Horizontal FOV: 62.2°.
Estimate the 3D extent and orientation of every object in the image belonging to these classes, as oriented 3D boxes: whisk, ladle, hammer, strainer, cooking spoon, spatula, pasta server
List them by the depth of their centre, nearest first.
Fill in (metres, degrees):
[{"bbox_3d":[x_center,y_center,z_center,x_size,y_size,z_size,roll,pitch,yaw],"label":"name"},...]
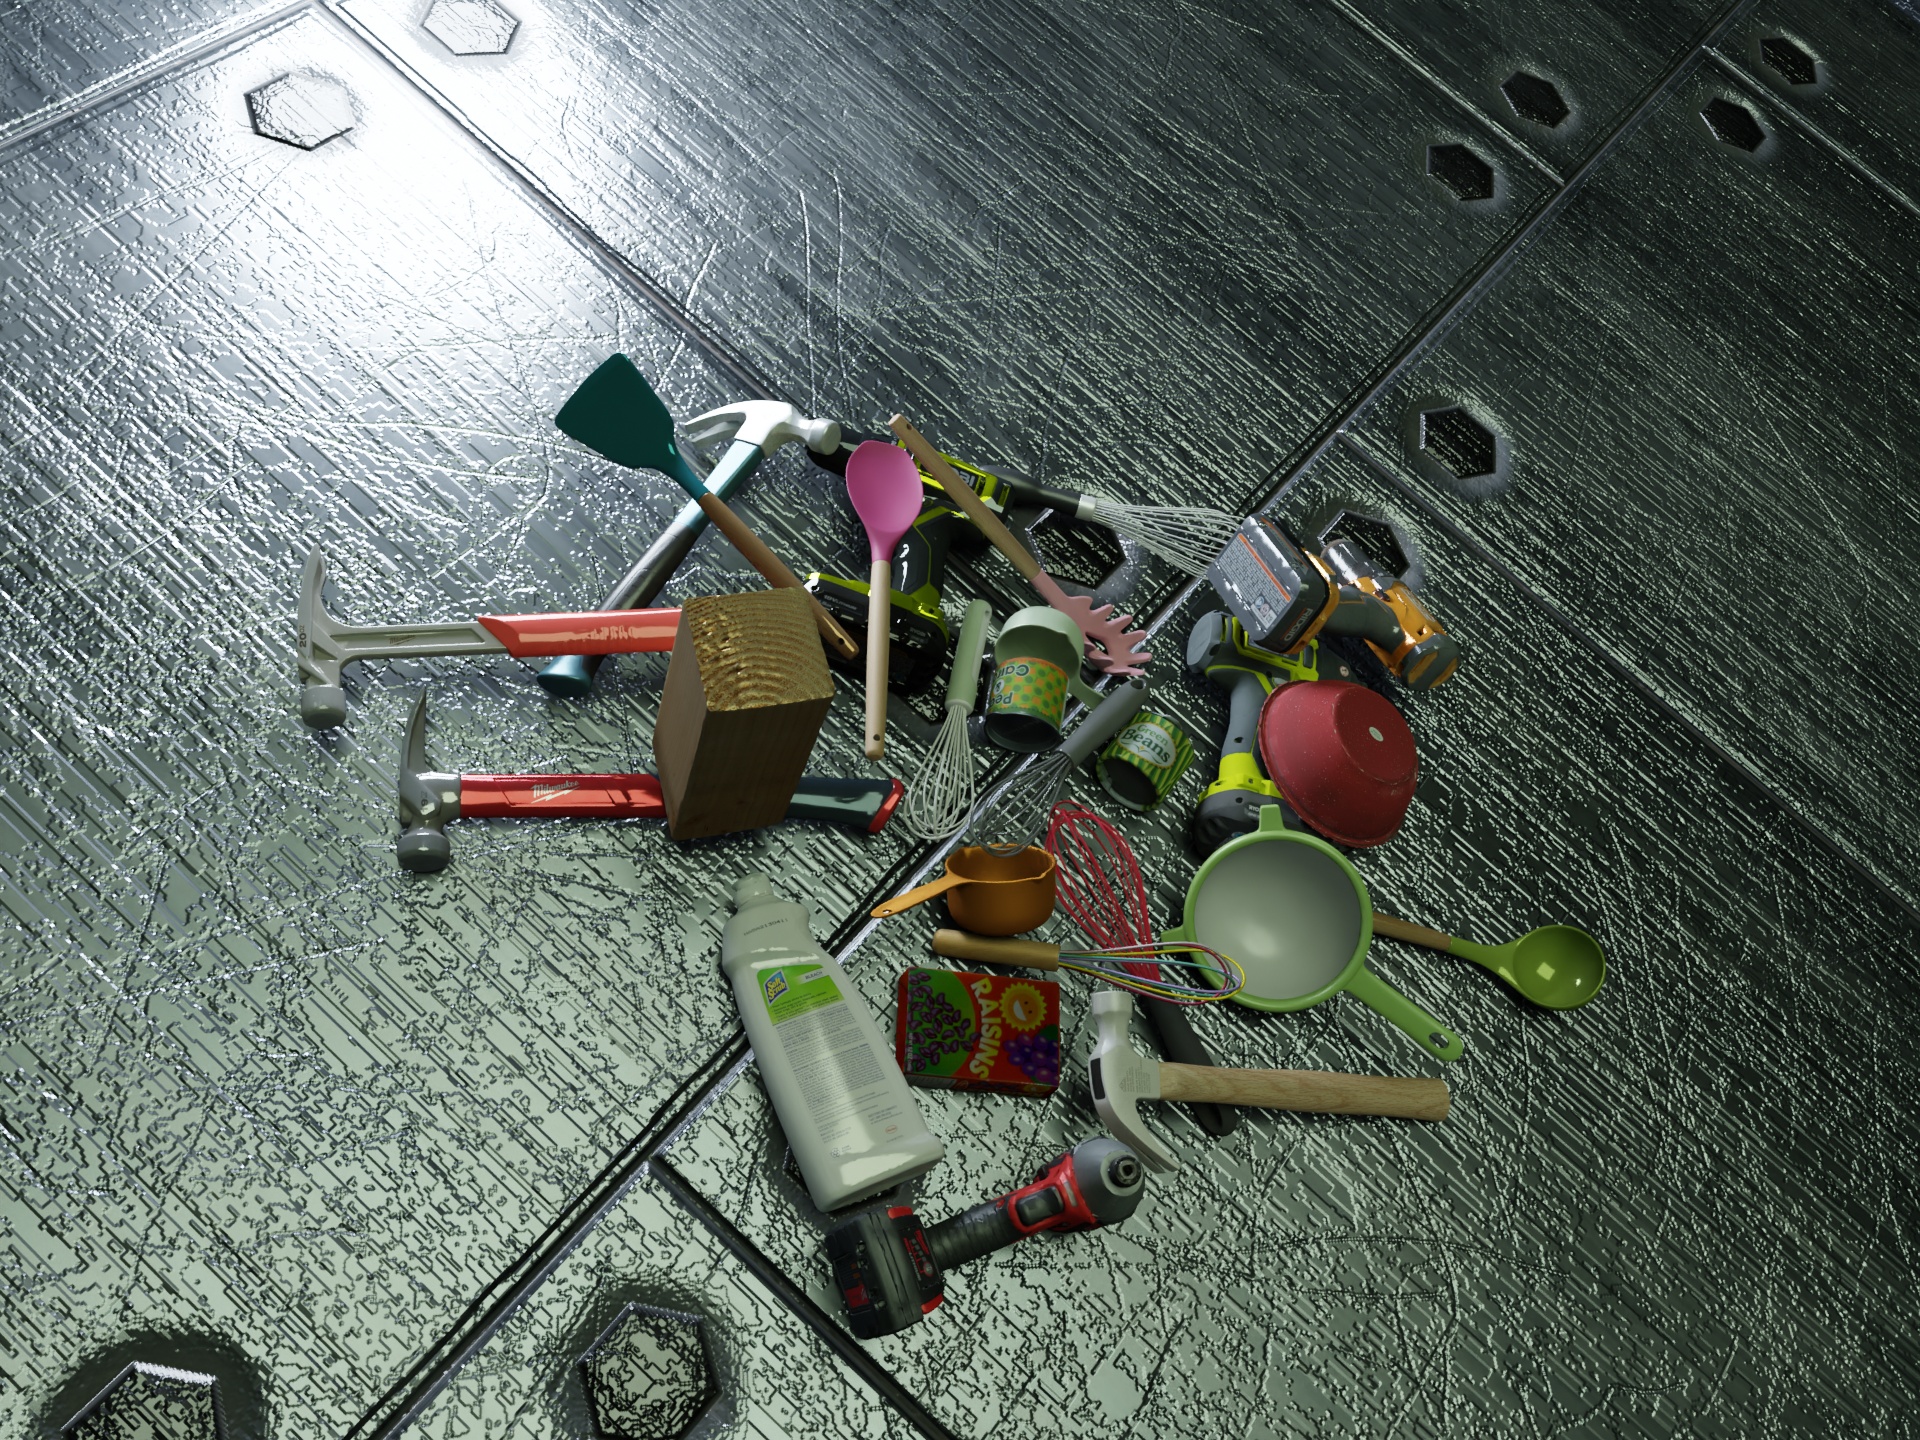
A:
[{"bbox_3d":[-0.323,-0.074,1.236,0.359,0.036,0.149,-4,63,-12],"label":"hammer"},{"bbox_3d":[0.099,0.187,1.243,0.245,0.051,0.047,6,66,11],"label":"whisk"},{"bbox_3d":[0.249,0.292,1.248,0.331,0.031,0.130,10,67,-24],"label":"hammer"},{"bbox_3d":[-0.236,0.045,1.250,0.386,0.038,0.143,1,62,-17],"label":"hammer"},{"bbox_3d":[0.146,0.197,1.283,0.073,0.073,0.296,-21,77,-25],"label":"whisk"},{"bbox_3d":[-0.195,-0.163,1.288,0.082,0.044,0.317,-46,79,5],"label":"spatula"},{"bbox_3d":[-0.066,-0.106,1.297,0.068,0.017,0.319,10,56,-16],"label":"cooking spoon"},{"bbox_3d":[0.088,0.033,1.308,0.055,0.055,0.239,43,55,7],"label":"whisk"},{"bbox_3d":[0.302,0.190,1.310,0.256,0.069,0.151,36,100,2],"label":"strainer"},{"bbox_3d":[-0.238,-0.149,1.330,0.128,0.033,0.331,20,62,25],"label":"hammer"},{"bbox_3d":[-0.002,-0.004,1.345,0.059,0.057,0.247,0,55,17],"label":"whisk"},{"bbox_3d":[0.400,0.181,1.370,0.320,0.062,0.078,17,61,-6],"label":"ladle"},{"bbox_3d":[0.052,-0.148,1.375,0.316,0.040,0.060,46,47,-21],"label":"pasta server"},{"bbox_3d":[0.147,-0.188,1.483,0.284,0.070,0.070,16,60,-3],"label":"whisk"}]

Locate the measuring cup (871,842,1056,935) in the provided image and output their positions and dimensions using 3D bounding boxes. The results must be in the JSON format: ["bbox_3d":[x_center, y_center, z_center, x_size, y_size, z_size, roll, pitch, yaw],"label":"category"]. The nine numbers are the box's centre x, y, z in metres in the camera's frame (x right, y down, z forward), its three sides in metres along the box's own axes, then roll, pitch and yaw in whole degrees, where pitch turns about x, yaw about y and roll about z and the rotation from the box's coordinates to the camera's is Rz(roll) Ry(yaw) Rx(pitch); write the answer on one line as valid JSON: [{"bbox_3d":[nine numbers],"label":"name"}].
[{"bbox_3d":[0.001,0.145,1.233,0.173,0.095,0.052,-18,112,-39],"label":"measuring cup"}]

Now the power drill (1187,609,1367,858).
[{"bbox_3d":[0.283,0.021,1.403,0.171,0.080,0.223,17,57,-14],"label":"power drill"}]

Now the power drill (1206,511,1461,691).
[{"bbox_3d":[0.331,-0.119,1.442,0.226,0.084,0.186,12,36,-35],"label":"power drill"}]

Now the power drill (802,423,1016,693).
[{"bbox_3d":[-0.068,-0.153,1.383,0.190,0.080,0.229,21,57,-6],"label":"power drill"}]

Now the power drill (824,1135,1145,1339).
[{"bbox_3d":[0.025,0.353,1.115,0.219,0.143,0.079,-16,72,-21],"label":"power drill"}]

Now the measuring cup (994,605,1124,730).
[{"bbox_3d":[0.105,-0.040,1.392,0.167,0.083,0.038,35,43,-17],"label":"measuring cup"}]
